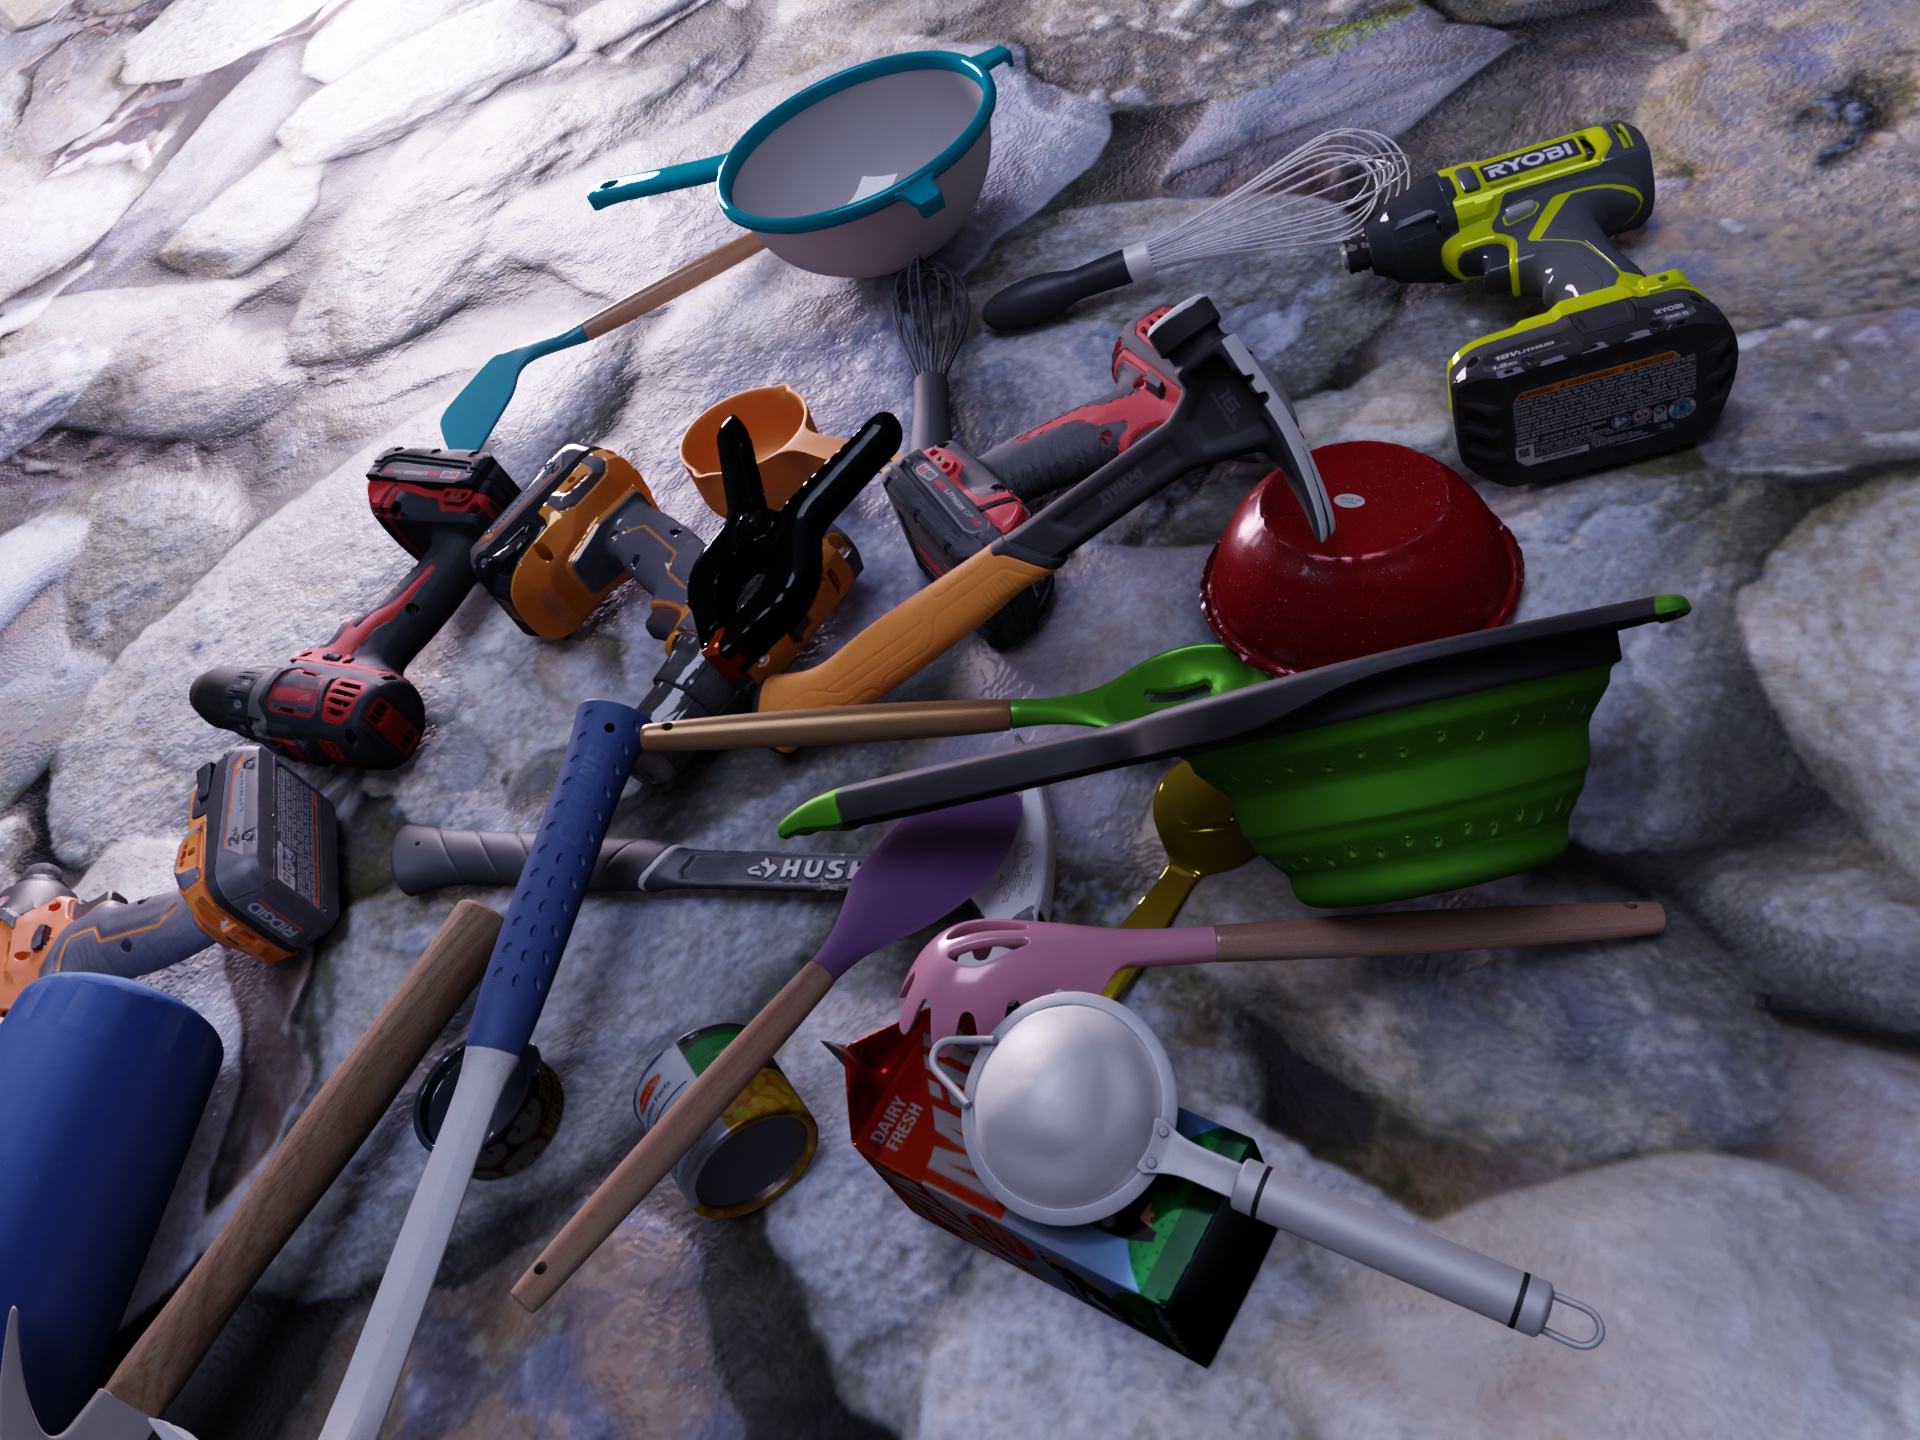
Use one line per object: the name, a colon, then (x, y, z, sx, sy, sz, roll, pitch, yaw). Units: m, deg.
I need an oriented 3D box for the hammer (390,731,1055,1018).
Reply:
hammer: (-0.140, 0.074, 0.844, 0.409, 0.036, 0.149, 0, 52, 25)

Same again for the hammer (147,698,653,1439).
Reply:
hammer: (-0.230, 0.166, 0.750, 0.144, 0.035, 0.406, 13, 59, 0)

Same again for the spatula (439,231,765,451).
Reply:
spatula: (-0.261, -0.301, 1.218, 0.317, 0.044, 0.082, -31, 46, -8)

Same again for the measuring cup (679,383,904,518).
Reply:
measuring cup: (-0.097, -0.157, 1.001, 0.174, 0.052, 0.095, 17, 57, 32)

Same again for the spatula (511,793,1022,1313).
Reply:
spatula: (-0.076, 0.130, 0.700, 0.060, 0.018, 0.316, 24, 55, 32)

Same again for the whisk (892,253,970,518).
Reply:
whisk: (-0.019, -0.212, 1.021, 0.055, 0.055, 0.239, -12, 54, 15)

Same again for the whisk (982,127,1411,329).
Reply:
whisk: (0.145, -0.304, 1.013, 0.284, 0.070, 0.070, -16, 48, 18)

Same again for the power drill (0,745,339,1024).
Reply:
power drill: (-0.487, 0.109, 0.945, 0.226, 0.084, 0.164, -29, 46, 5)

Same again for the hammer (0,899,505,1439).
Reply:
hammer: (-0.326, 0.223, 0.774, 0.031, 0.130, 0.331, -34, 21, 51)

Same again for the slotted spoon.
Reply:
slotted spoon: (-0.001, -0.003, 0.791, 0.313, 0.031, 0.070, -4, 44, -2)

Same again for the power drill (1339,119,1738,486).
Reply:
power drill: (0.309, -0.233, 0.866, 0.171, 0.080, 0.223, -14, 45, 13)

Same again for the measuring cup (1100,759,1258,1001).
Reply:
measuring cup: (0.091, 0.077, 0.737, 0.062, 0.029, 0.156, 21, 61, 36)

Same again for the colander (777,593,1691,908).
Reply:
colander: (0.108, 0.040, 0.678, 0.397, 0.204, 0.094, -14, 86, 20)

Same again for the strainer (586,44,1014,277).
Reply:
strainer: (-0.119, -0.381, 1.170, 0.340, 0.095, 0.211, -1, 50, 27)

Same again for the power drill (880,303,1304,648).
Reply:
power drill: (0.080, -0.143, 0.897, 0.219, 0.078, 0.143, -33, 47, -8)

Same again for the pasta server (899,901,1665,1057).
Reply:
pasta server: (0.131, 0.097, 0.657, 0.316, 0.040, 0.060, -3, 32, -1)

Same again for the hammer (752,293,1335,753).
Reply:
hammer: (0.021, -0.066, 0.807, 0.337, 0.127, 0.034, -32, 3, 29)

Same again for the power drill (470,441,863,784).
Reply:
power drill: (-0.193, -0.067, 0.958, 0.226, 0.084, 0.185, 23, 67, 32)

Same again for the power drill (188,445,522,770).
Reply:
power drill: (-0.397, -0.072, 1.057, 0.188, 0.080, 0.227, 8, 60, 30)

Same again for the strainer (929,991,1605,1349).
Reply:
strainer: (0.096, 0.161, 0.565, 0.258, 0.050, 0.087, 18, 77, 22)
